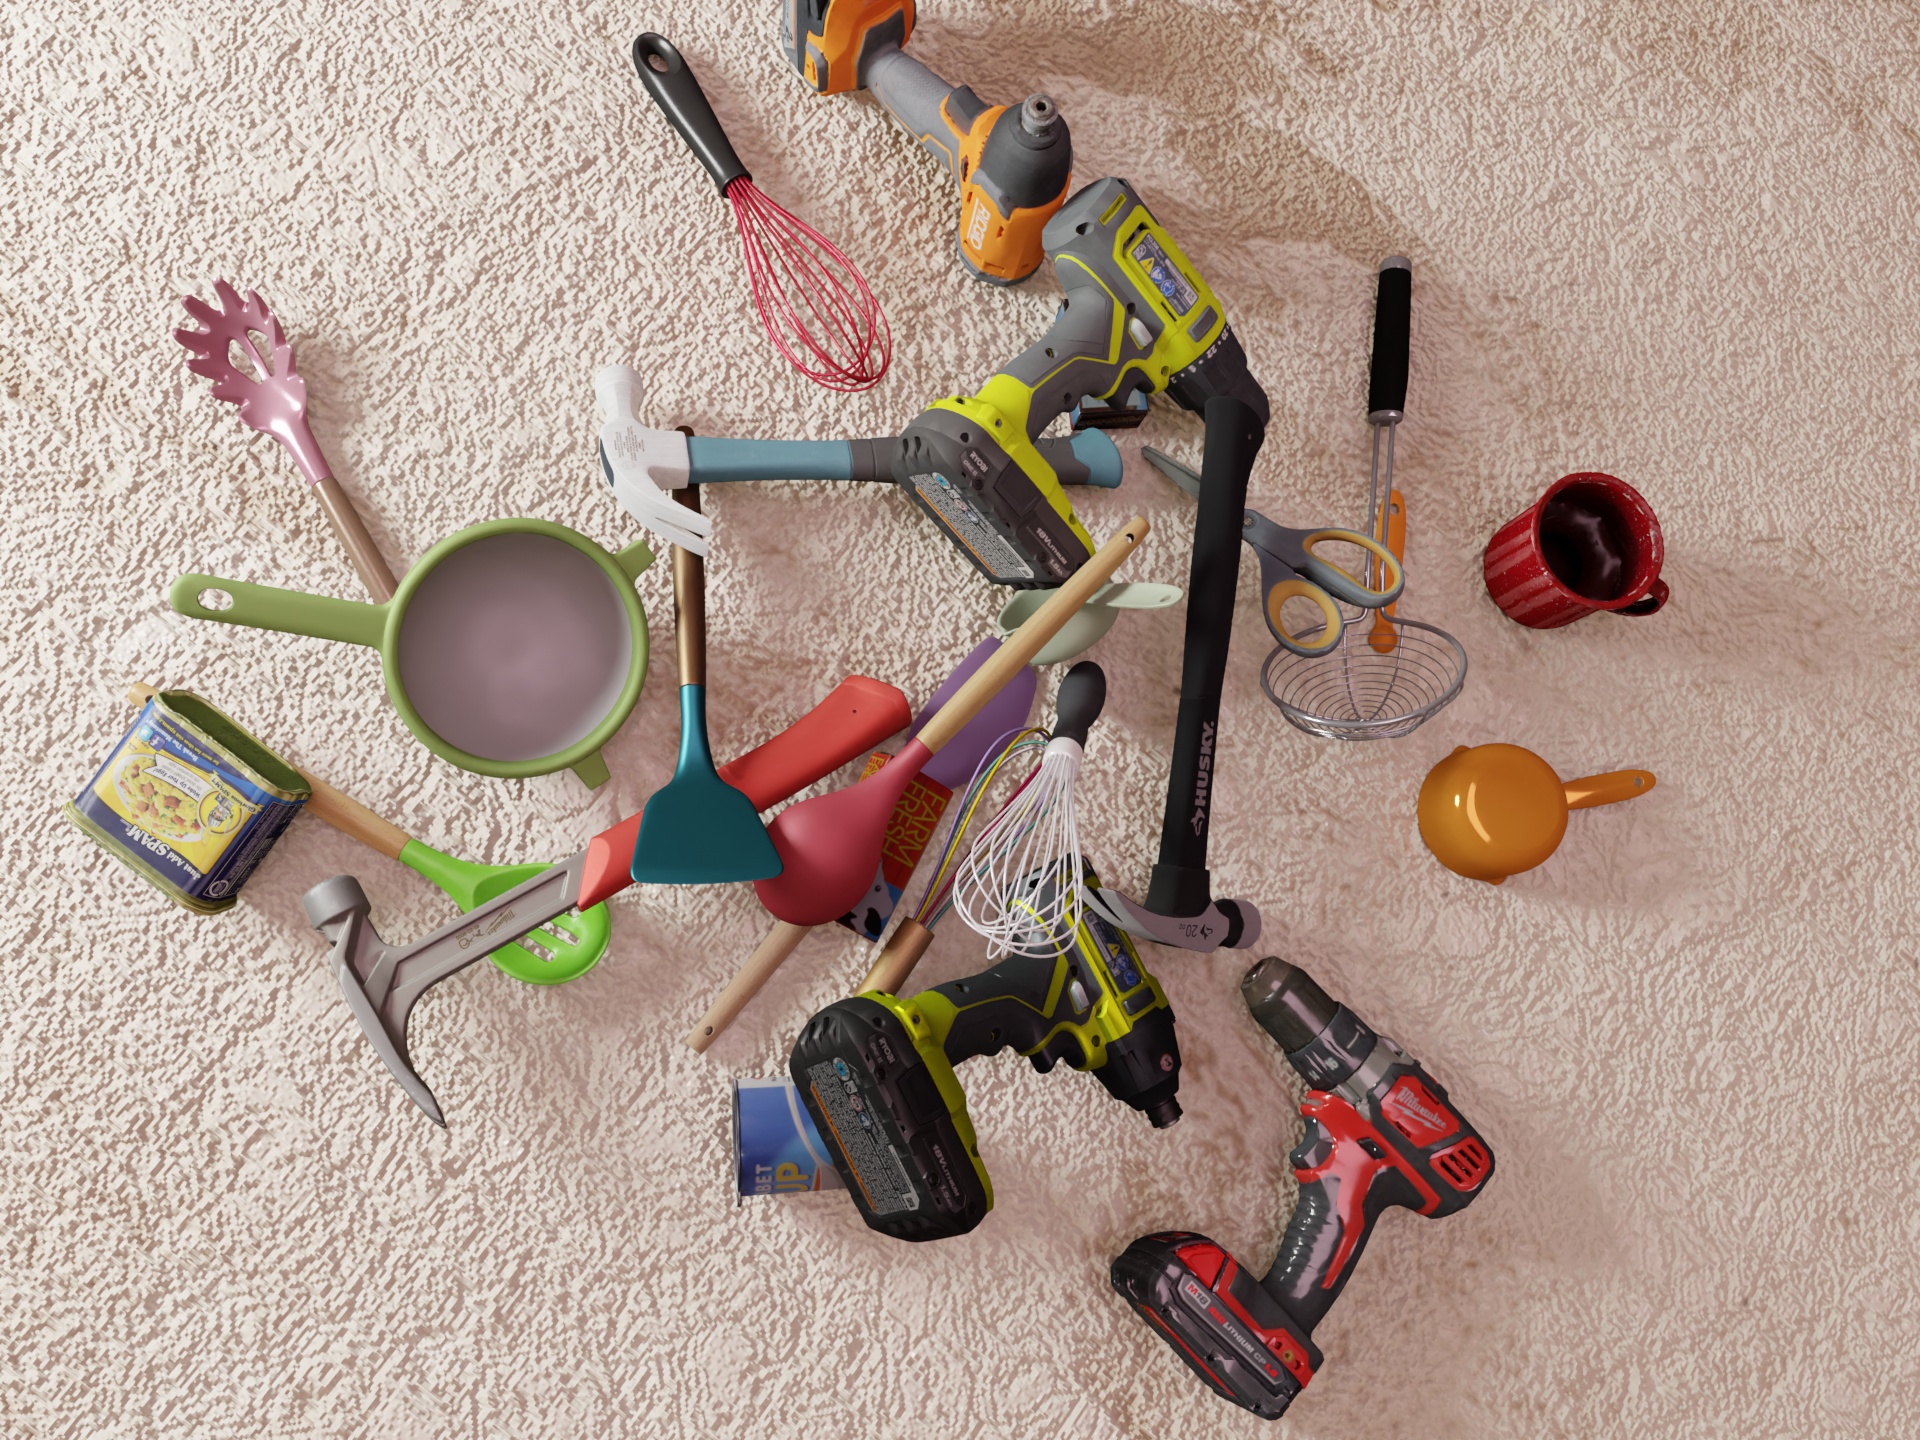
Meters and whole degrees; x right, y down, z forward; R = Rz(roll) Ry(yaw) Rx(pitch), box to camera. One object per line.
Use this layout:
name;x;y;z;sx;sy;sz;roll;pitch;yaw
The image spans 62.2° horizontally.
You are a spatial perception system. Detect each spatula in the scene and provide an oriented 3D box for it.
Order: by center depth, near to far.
spatula;-0.156;-0.046;0.936;0.082;0.044;0.318;-1;65;-12
spatula;-0.058;0.077;0.976;0.059;0.018;0.316;43;74;-8

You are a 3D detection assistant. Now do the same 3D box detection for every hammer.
hammer;-0.179;0.079;0.920;0.359;0.036;0.149;-29;77;-21
hammer;0.143;-0.029;0.961;0.146;0.035;0.335;10;86;-43
hammer;-0.057;-0.165;1.001;0.331;0.033;0.128;-3;59;-16

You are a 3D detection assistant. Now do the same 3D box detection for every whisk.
whisk;0.054;0.040;0.909;0.070;0.070;0.285;29;34;-3
whisk;-0.010;0.109;0.968;0.051;0.047;0.245;32;79;10
whisk;-0.134;-0.330;1.027;0.073;0.073;0.296;-29;78;-14

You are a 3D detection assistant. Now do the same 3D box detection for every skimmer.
skimmer;0.272;-0.156;1.043;0.127;0.090;0.363;1;74;23

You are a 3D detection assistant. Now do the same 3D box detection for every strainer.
strainer;-0.310;-0.053;0.908;0.256;0.069;0.151;9;97;-27

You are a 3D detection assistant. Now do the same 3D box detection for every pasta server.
pasta server;-0.371;-0.120;0.951;0.060;0.040;0.316;-31;86;-2

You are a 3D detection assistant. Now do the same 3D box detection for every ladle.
ladle;-0.001;-0.003;0.918;0.069;0.031;0.315;44;87;-1

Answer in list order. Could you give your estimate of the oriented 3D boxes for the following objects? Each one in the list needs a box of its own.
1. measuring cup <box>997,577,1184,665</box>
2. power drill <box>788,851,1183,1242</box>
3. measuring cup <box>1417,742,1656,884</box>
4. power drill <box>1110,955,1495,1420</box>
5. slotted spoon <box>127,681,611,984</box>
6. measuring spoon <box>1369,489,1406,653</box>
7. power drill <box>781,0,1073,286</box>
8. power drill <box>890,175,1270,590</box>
measuring cup;0.087;-0.063;0.958;0.083;0.168;0.038;-43;114;-20
power drill;0.029;0.191;0.904;0.223;0.080;0.171;-24;84;-40
measuring cup;0.389;0.051;1.040;0.173;0.052;0.095;-10;81;-10
power drill;0.191;0.273;0.952;0.188;0.080;0.227;46;72;1
slotted spoon;-0.344;0.060;0.926;0.314;0.031;0.070;30;75;-1
measuring spoon;0.291;-0.102;1.075;0.021;0.011;0.117;10;77;-8
power drill;-0.015;-0.401;1.006;0.084;0.164;0.226;-38;85;-14
power drill;0.084;-0.190;0.978;0.190;0.080;0.228;46;72;-24
